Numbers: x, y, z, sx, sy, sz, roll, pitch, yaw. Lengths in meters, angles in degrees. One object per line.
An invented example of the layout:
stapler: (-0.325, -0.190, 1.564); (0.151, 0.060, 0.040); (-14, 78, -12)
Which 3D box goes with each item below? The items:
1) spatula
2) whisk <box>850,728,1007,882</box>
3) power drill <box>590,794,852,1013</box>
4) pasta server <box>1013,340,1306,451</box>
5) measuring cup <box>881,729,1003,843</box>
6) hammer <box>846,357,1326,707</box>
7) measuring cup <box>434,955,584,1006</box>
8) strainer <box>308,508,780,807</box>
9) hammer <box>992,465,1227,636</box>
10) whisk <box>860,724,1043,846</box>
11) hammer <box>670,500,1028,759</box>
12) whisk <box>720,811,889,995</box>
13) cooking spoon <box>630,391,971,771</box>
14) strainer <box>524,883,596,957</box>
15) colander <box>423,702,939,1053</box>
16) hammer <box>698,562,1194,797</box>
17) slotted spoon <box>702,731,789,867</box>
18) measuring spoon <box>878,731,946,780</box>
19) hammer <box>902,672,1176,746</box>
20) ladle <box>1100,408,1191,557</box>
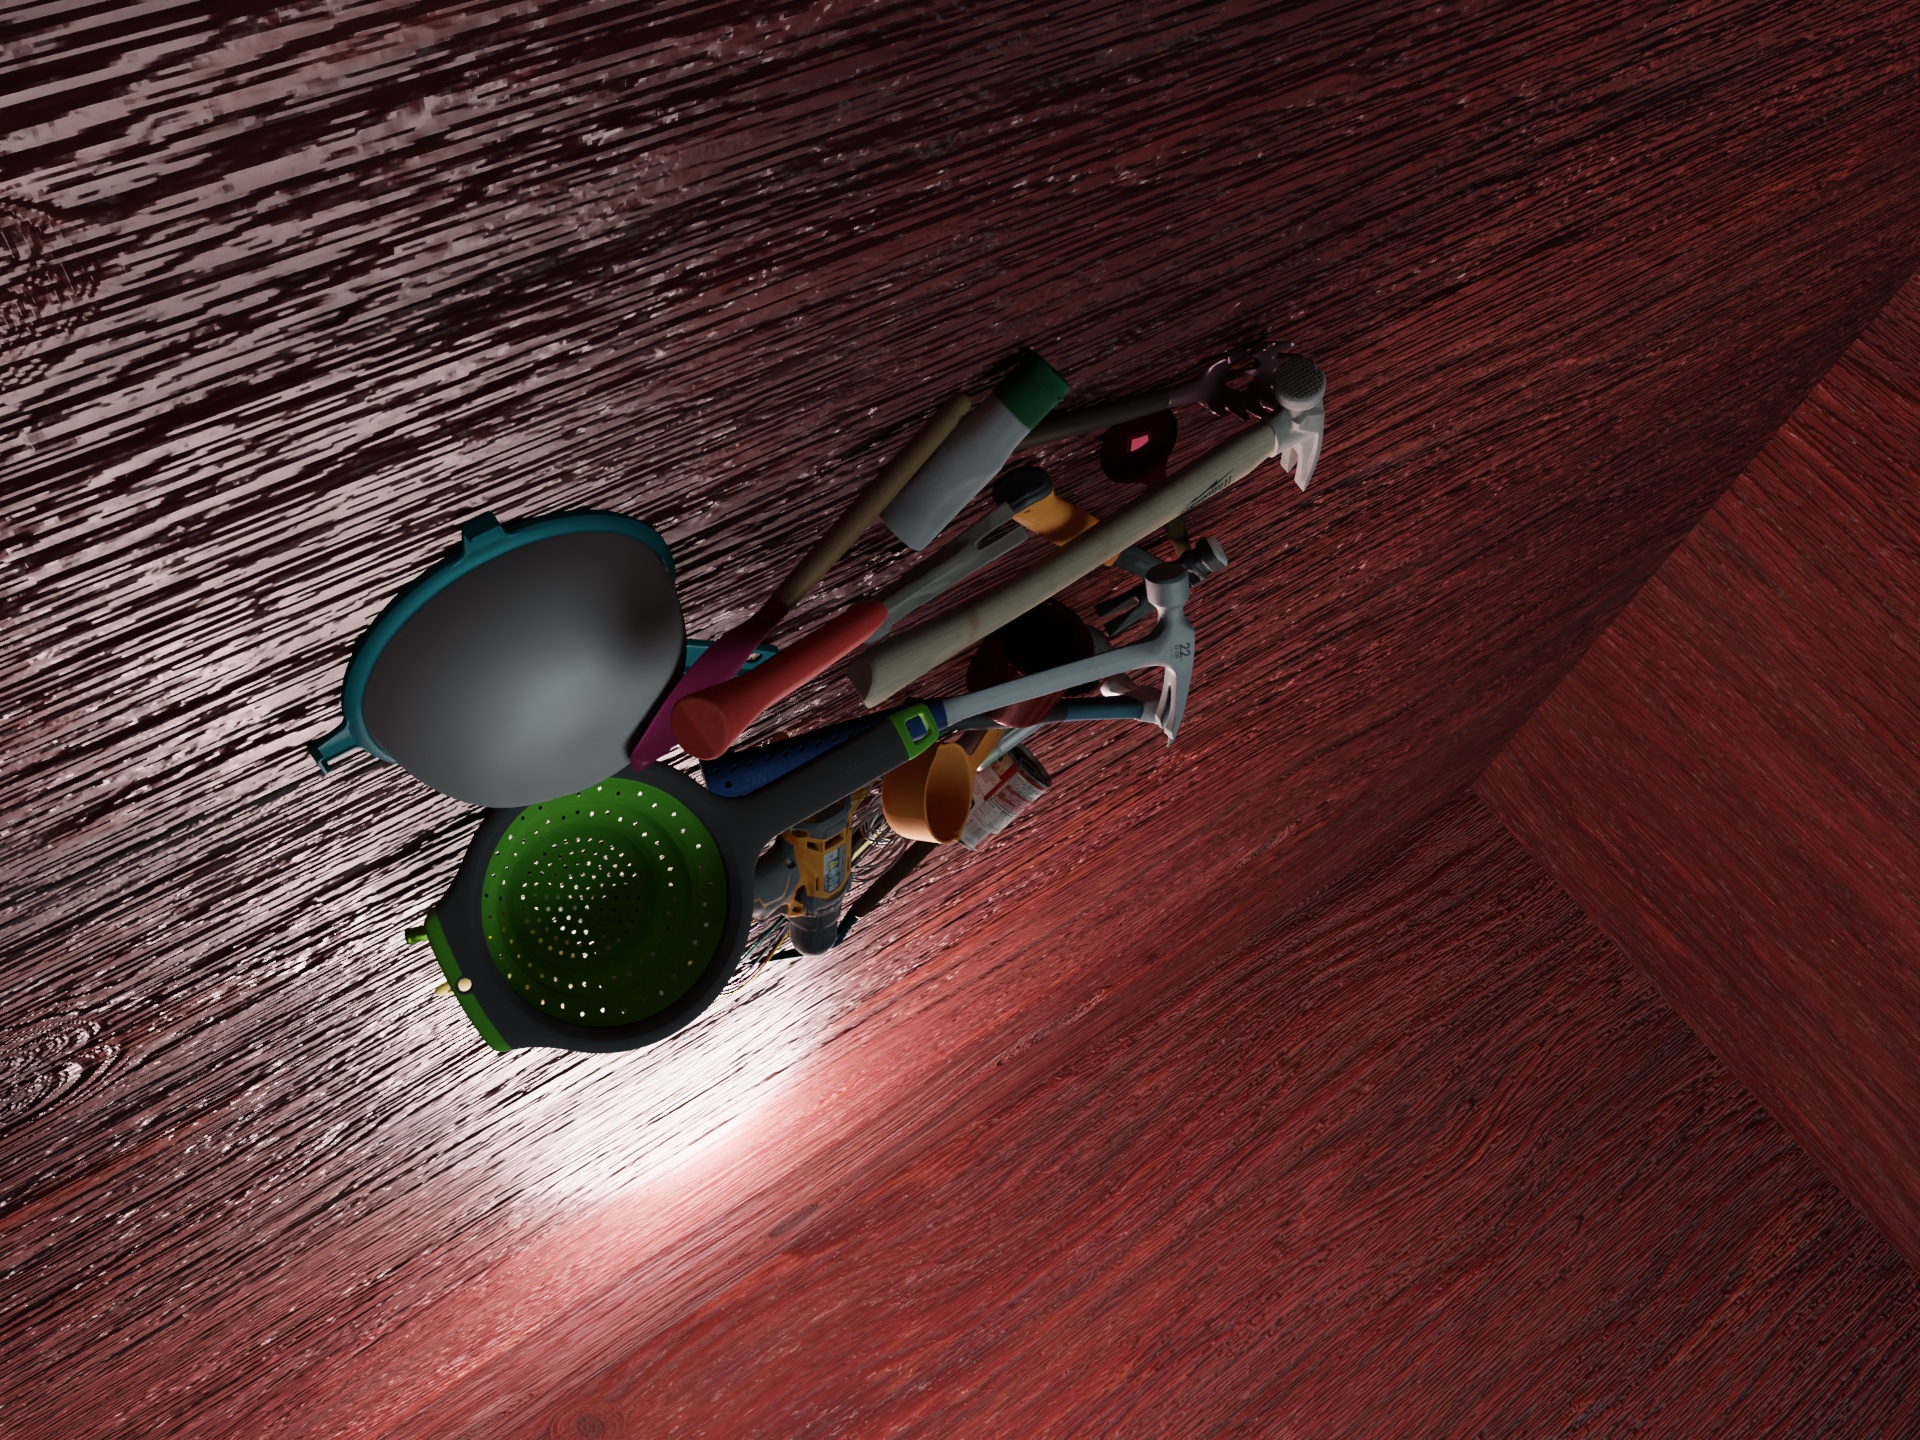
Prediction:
spatula: (-0.094, 0.165, 1.567); (0.317, 0.044, 0.082); (-45, 159, 28)
whisk: (-0.028, 0.058, 1.451); (0.239, 0.055, 0.055); (-44, 163, -22)
power drill: (-0.182, 0.165, 1.298); (0.226, 0.084, 0.185); (-31, 143, -33)
pasta server: (0.134, -0.228, 1.162); (0.316, 0.040, 0.060); (-21, 122, -34)
measuring cup: (-0.014, 0.040, 1.409); (0.174, 0.052, 0.095); (-51, 136, -50)
hammer: (0.099, -0.125, 1.208); (0.410, 0.038, 0.146); (-32, 157, -4)
measuring cup: (-0.363, 0.220, 1.289); (0.062, 0.029, 0.156); (-45, 160, 16)
strainer: (-0.203, -0.015, 0.972); (0.211, 0.095, 0.340); (-48, 156, 23)
hammer: (0.107, -0.140, 1.289); (0.127, 0.034, 0.336); (-31, 159, 21)
whisk: (0.007, 0.042, 1.512); (0.246, 0.059, 0.057); (-35, 132, -19)
hammer: (-0.071, -0.055, 0.987); (0.149, 0.036, 0.359); (-32, -175, 25)
whisk: (-0.160, 0.175, 1.523); (0.245, 0.047, 0.051); (-44, 171, 4)
cooking spoon: (-0.094, -0.090, 0.977); (0.319, 0.017, 0.068); (-51, 172, -17)
strainer: (-0.290, 0.171, 1.297); (0.087, 0.050, 0.258); (0, 157, 13)
colander: (-0.192, 0.090, 1.154); (0.397, 0.204, 0.094); (-30, -171, -25)
hammer: (-0.002, -0.004, 1.246); (0.405, 0.035, 0.144); (-17, 121, -12)
slotted spoon: (-0.203, 0.116, 1.345); (0.070, 0.031, 0.313); (-17, 149, -44)
measuring spoon: (-0.035, 0.009, 1.420); (0.128, 0.021, 0.042); (-36, 147, -32)
hammer: (0.077, -0.009, 1.444); (0.331, 0.128, 0.033); (-3, 114, -42)
ladle: (0.170, -0.184, 1.333); (0.069, 0.031, 0.315); (-38, 161, 4)
